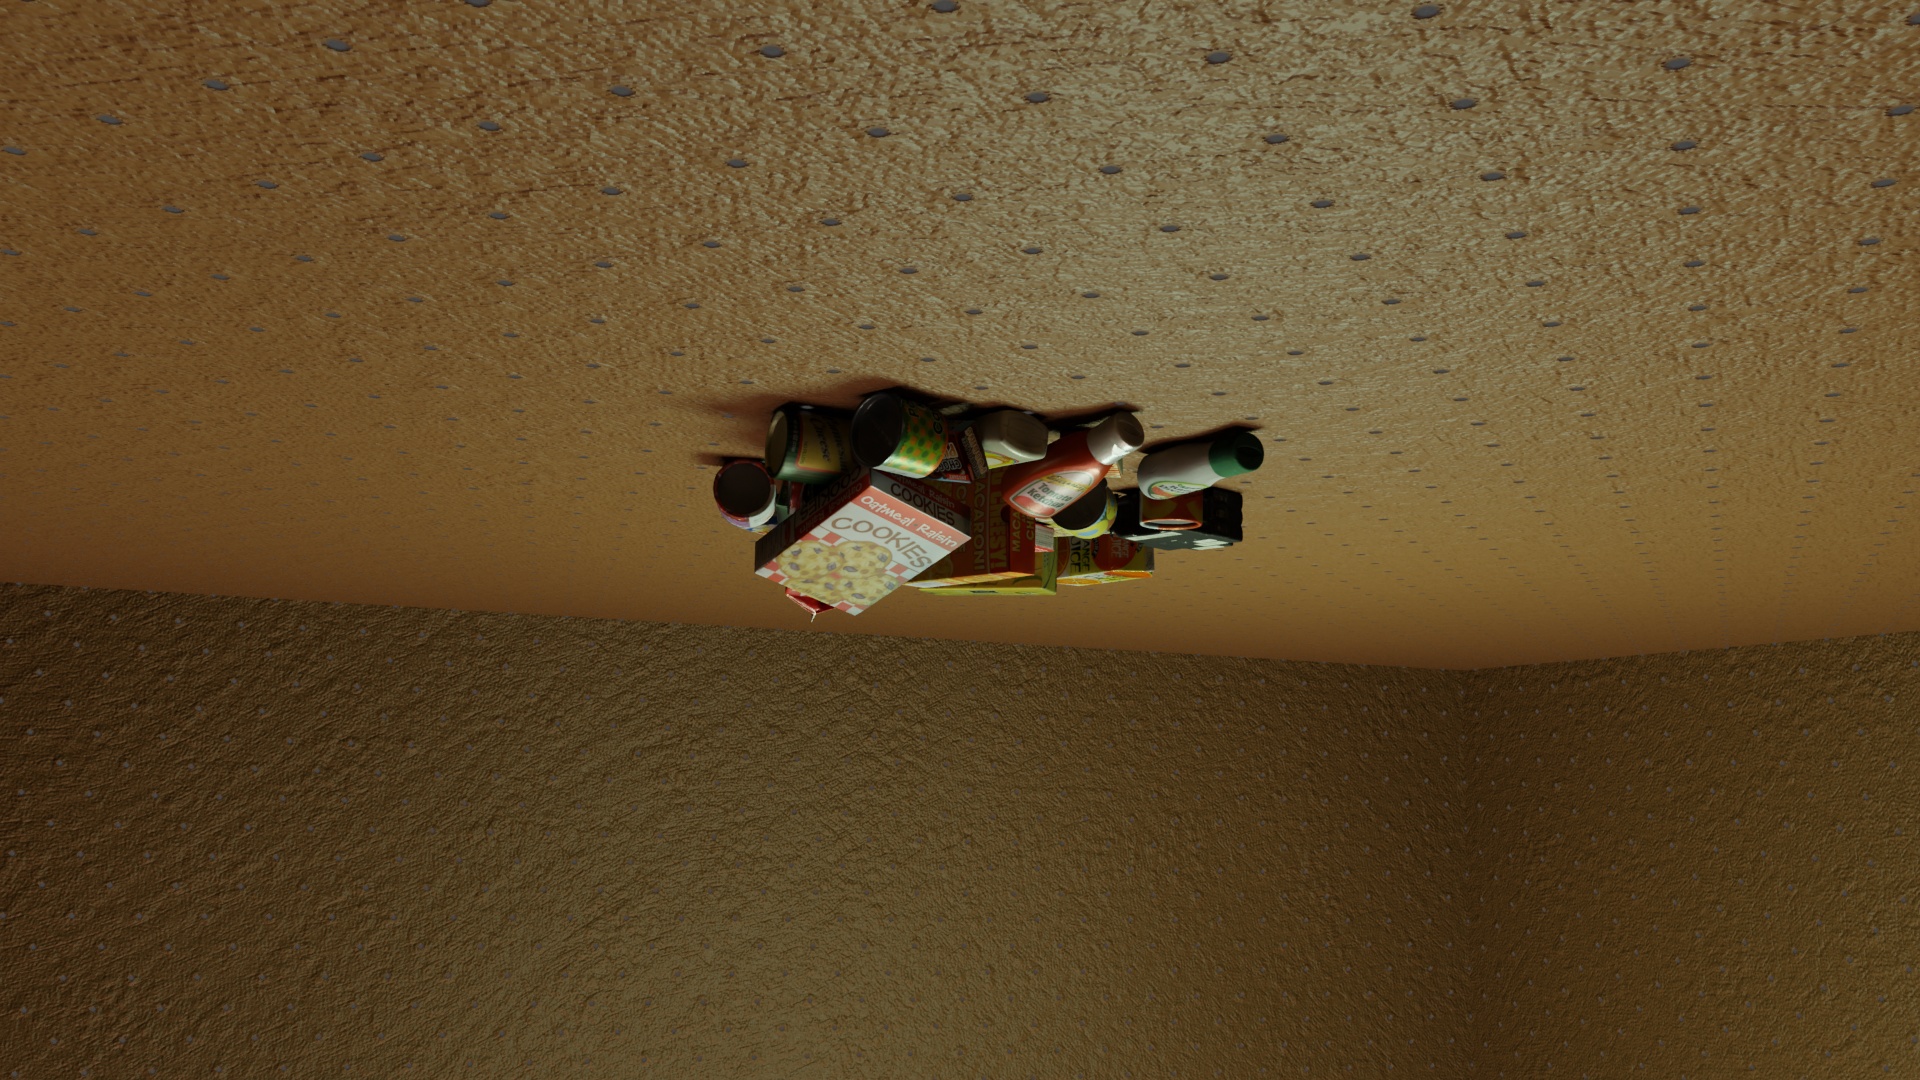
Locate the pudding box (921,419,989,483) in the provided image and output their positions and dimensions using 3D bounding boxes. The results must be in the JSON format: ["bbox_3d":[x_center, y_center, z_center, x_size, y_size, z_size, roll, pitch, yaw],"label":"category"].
[{"bbox_3d":[-0.017,-0.081,1.239,0.083,0.049,0.030,8,-146,44],"label":"pudding box"}]

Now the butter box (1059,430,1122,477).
[{"bbox_3d":[0.127,-0.082,1.336,0.053,0.024,0.103,1,171,11],"label":"butter box"}]

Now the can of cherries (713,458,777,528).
[{"bbox_3d":[-0.232,-0.051,1.484,0.071,0.071,0.058,3,170,-5],"label":"can of cherries"}]

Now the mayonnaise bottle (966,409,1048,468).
[{"bbox_3d":[0.012,-0.086,1.281,0.065,0.041,0.148,17,163,-36],"label":"mayonnaise bottle"}]

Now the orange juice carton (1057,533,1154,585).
[{"bbox_3d":[0.182,0.013,1.767,0.073,0.072,0.192,7,170,-33],"label":"orange juice carton"}]

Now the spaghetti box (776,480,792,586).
[{"bbox_3d":[-0.188,-0.008,1.594,0.029,0.050,0.249,13,156,1],"label":"spaghetti box"}]

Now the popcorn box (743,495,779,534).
[{"bbox_3d":[-0.195,-0.030,1.688,0.126,0.038,0.085,-3,169,30],"label":"popcorn box"}]

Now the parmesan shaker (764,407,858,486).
[{"bbox_3d":[-0.119,-0.079,1.262,0.103,0.071,0.071,7,169,-26],"label":"parmesan shaker"}]

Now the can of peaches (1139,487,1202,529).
[{"bbox_3d":[0.222,-0.044,1.447,0.071,0.058,0.071,3,171,1],"label":"can of peaches"}]

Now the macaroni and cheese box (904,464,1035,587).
[{"bbox_3d":[0.005,-0.018,1.449,0.040,0.124,0.166,10,168,-43],"label":"macaroni and cheese box"}]

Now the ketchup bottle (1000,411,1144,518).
[{"bbox_3d":[0.104,-0.070,1.261,0.065,0.044,0.148,23,144,-29],"label":"ketchup bottle"}]

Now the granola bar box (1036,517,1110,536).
[{"bbox_3d":[0.083,-0.035,1.591,0.124,0.039,0.165,-4,169,33],"label":"granola bar box"}]

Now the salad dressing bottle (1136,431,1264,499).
[{"bbox_3d":[0.227,-0.071,1.320,0.064,0.044,0.147,8,169,-27],"label":"salad dressing bottle"}]

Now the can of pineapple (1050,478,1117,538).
[{"bbox_3d":[0.131,-0.039,1.478,0.071,0.071,0.058,-1,170,18],"label":"can of pineapple"}]

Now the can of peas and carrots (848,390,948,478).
[{"bbox_3d":[-0.052,-0.092,1.195,0.071,0.071,0.059,-7,168,42],"label":"can of peas and carrots"}]

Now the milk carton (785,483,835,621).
[{"bbox_3d":[-0.129,-0.001,1.376,0.073,0.073,0.189,8,138,-14],"label":"milk carton"}]

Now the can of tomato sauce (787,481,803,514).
[{"bbox_3d":[-0.133,-0.059,1.418,0.083,0.071,0.071,3,170,-9],"label":"can of tomato sauce"}]

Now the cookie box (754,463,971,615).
[{"bbox_3d":[-0.091,-0.002,1.284,0.123,0.040,0.167,27,133,-36],"label":"cookie box"}]
